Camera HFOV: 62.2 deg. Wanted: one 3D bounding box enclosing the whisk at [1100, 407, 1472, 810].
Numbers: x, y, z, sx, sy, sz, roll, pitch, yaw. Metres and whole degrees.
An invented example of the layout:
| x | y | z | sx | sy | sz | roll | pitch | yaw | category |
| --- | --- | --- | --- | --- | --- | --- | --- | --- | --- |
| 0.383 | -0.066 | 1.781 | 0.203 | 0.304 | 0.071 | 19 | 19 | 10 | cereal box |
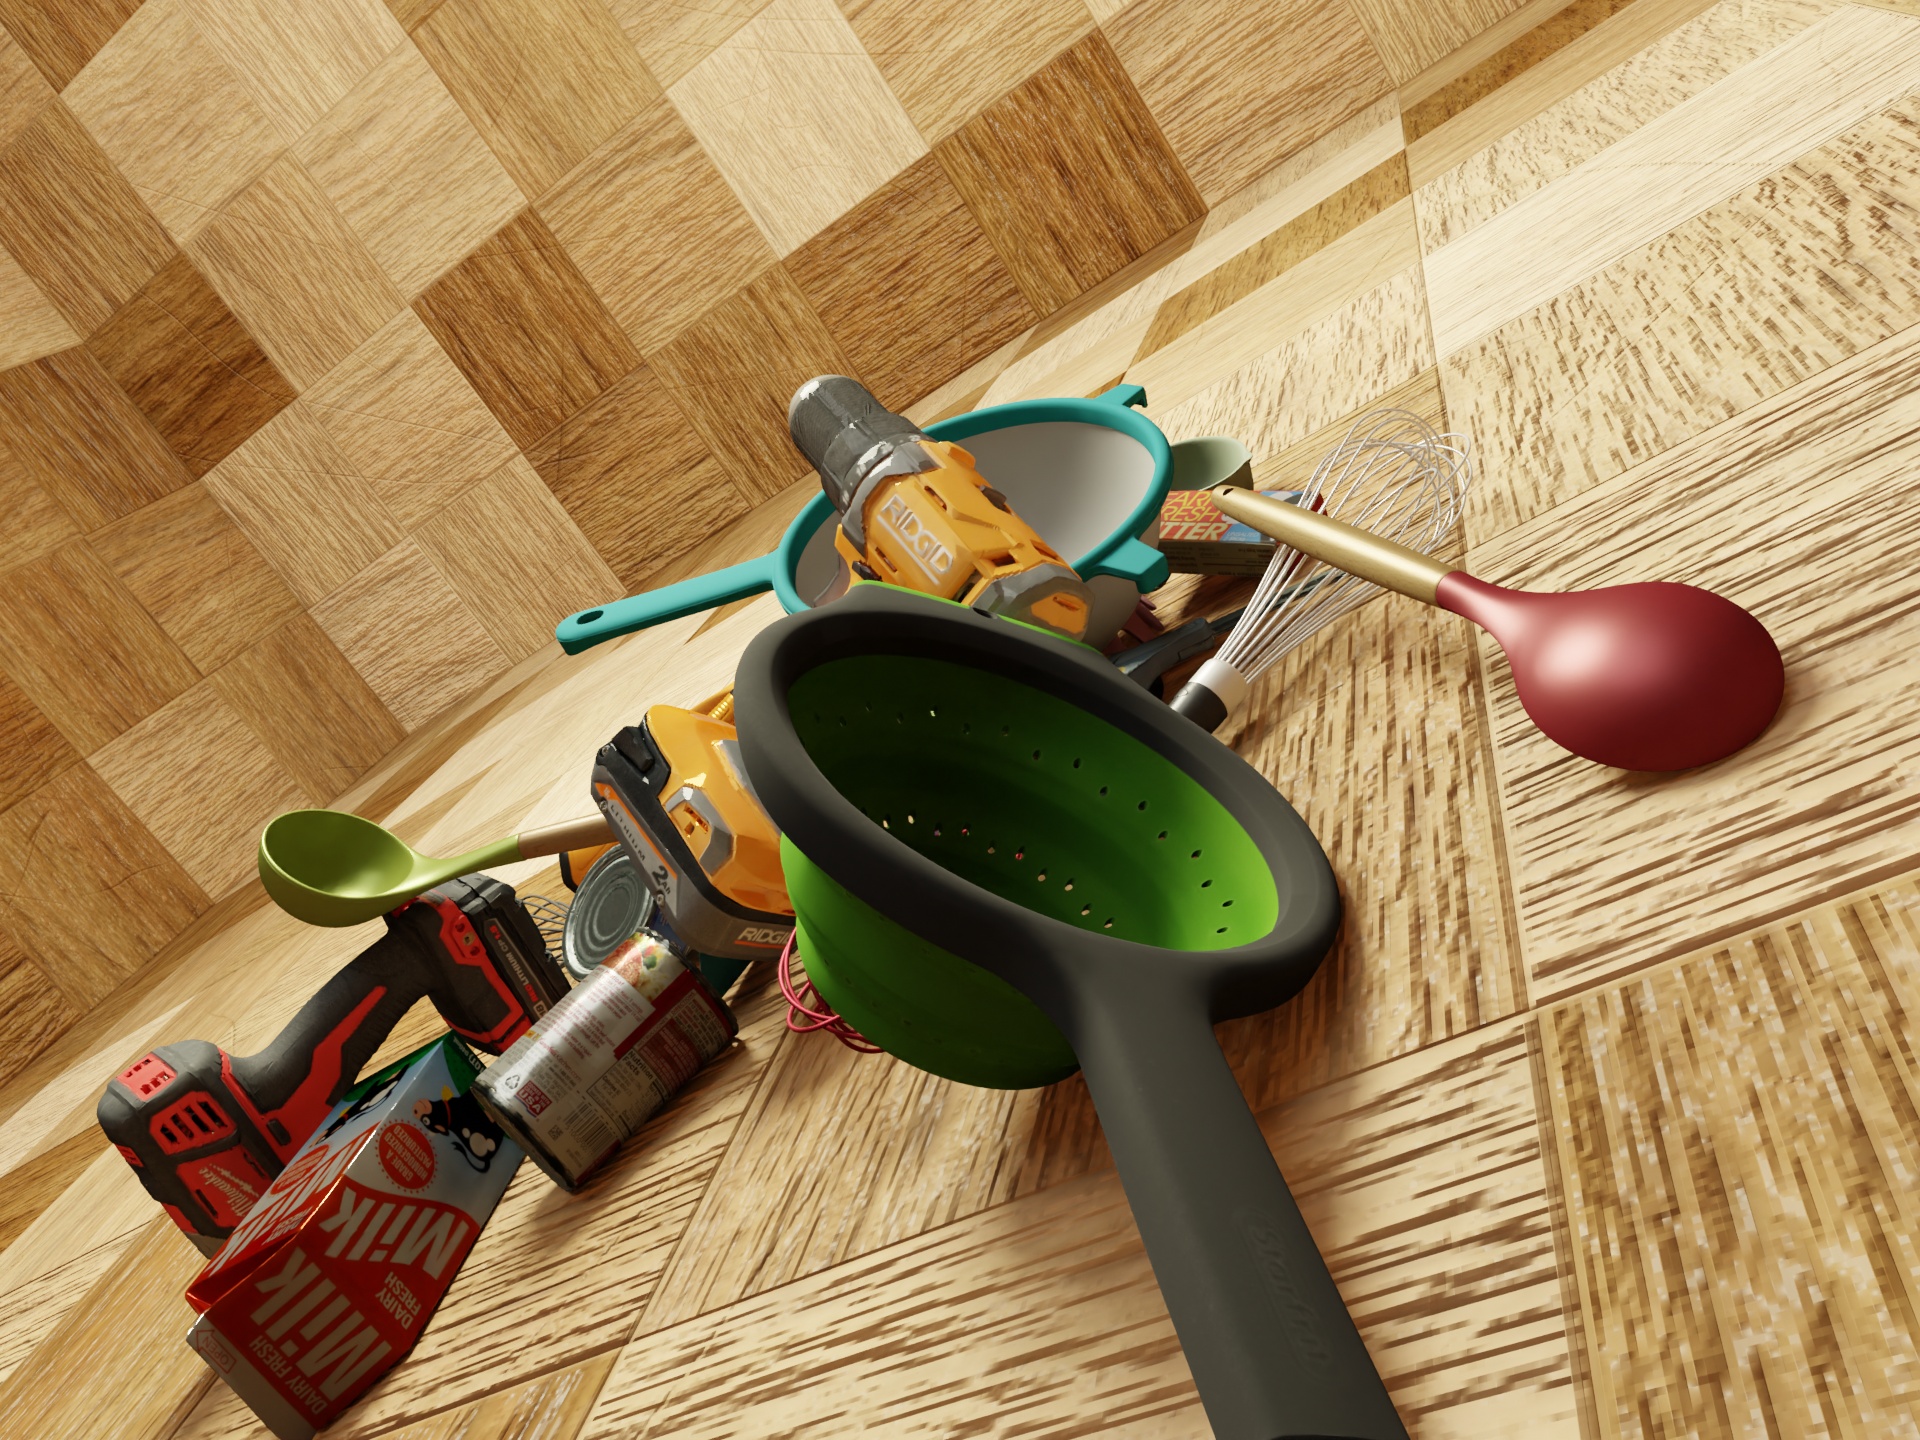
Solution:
| x | y | z | sx | sy | sz | roll | pitch | yaw | category |
| --- | --- | --- | --- | --- | --- | --- | --- | --- | --- |
| 0.131 | -0.036 | 0.693 | 0.284 | 0.070 | 0.070 | -46 | 18 | -19 | whisk |

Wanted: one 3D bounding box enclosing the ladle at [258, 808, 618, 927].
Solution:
| x | y | z | sx | sy | sz | roll | pitch | yaw | category |
| --- | --- | --- | --- | --- | --- | --- | --- | --- | --- |
| -0.204 | 0.049 | 0.817 | 0.320 | 0.062 | 0.078 | -13 | 24 | 5 | ladle |

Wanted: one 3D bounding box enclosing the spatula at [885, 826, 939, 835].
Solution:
| x | y | z | sx | sy | sz | roll | pitch | yaw | category |
| --- | --- | --- | --- | --- | --- | --- | --- | --- | --- |
| -0.081 | 0.054 | 0.853 | 0.060 | 0.018 | 0.316 | -38 | 26 | -20 | spatula |

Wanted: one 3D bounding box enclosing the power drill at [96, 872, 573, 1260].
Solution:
| x | y | z | sx | sy | sz | roll | pitch | yaw | category |
| --- | --- | --- | --- | --- | --- | --- | --- | --- | --- |
| -0.317 | 0.187 | 0.839 | 0.079 | 0.143 | 0.220 | 7 | 37 | 47 | power drill |

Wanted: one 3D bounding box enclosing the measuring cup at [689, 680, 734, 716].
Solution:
| x | y | z | sx | sy | sz | roll | pitch | yaw | category |
| --- | --- | --- | --- | --- | --- | --- | --- | --- | --- |
| -0.167 | -0.004 | 1.239 | 0.174 | 0.052 | 0.095 | -43 | 17 | -33 | measuring cup |

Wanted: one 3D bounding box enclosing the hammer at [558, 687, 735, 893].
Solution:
| x | y | z | sx | sy | sz | roll | pitch | yaw | category |
| --- | --- | --- | --- | --- | --- | --- | --- | --- | --- |
| -0.158 | 0.003 | 1.152 | 0.337 | 0.127 | 0.034 | -47 | 17 | -4 | hammer |

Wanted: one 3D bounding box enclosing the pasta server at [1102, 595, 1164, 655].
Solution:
| x | y | z | sx | sy | sz | roll | pitch | yaw | category |
| --- | --- | --- | --- | --- | --- | --- | --- | --- | --- |
| 0.098 | -0.101 | 0.977 | 0.060 | 0.040 | 0.316 | -29 | 16 | 22 | pasta server |

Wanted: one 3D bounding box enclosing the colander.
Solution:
| x | y | z | sx | sy | sz | roll | pitch | yaw | category |
| --- | --- | --- | --- | --- | --- | --- | --- | --- | --- |
| 0.026 | 0.092 | 0.450 | 0.398 | 0.204 | 0.094 | -110 | 40 | -59 | colander |

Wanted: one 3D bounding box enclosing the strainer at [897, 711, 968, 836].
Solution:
| x | y | z | sx | sy | sz | roll | pitch | yaw | category |
| --- | --- | --- | --- | --- | --- | --- | --- | --- | --- |
| -0.001 | -0.003 | 0.882 | 0.151 | 0.069 | 0.257 | -17 | 35 | 4 | strainer |

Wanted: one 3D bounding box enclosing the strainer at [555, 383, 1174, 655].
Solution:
| x | y | z | sx | sy | sz | roll | pitch | yaw | category |
| --- | --- | --- | --- | --- | --- | --- | --- | --- | --- |
| -0.044 | -0.059 | 0.838 | 0.340 | 0.095 | 0.211 | -15 | 35 | 13 | strainer |

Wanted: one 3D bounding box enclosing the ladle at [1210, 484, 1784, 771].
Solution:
| x | y | z | sx | sy | sz | roll | pitch | yaw | category |
| --- | --- | --- | --- | --- | --- | --- | --- | --- | --- |
| 0.169 | -0.054 | 0.588 | 0.069 | 0.031 | 0.316 | -39 | 26 | -3 | ladle |

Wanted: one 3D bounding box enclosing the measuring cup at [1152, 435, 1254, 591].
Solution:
| x | y | z | sx | sy | sz | roll | pitch | yaw | category |
| --- | --- | --- | --- | --- | --- | --- | --- | --- | --- |
| 0.131 | -0.112 | 0.942 | 0.083 | 0.038 | 0.168 | -6 | 37 | 24 | measuring cup |

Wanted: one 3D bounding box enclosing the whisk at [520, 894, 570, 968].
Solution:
| x | y | z | sx | sy | sz | roll | pitch | yaw | category |
| --- | --- | --- | --- | --- | --- | --- | --- | --- | --- |
| -0.227 | 0.129 | 0.981 | 0.239 | 0.055 | 0.055 | -12 | 27 | 47 | whisk |

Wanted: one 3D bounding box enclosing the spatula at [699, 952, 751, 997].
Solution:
| x | y | z | sx | sy | sz | roll | pitch | yaw | category |
| --- | --- | --- | --- | --- | --- | --- | --- | --- | --- |
| -0.135 | 0.075 | 0.911 | 0.044 | 0.082 | 0.318 | -4 | 10 | -11 | spatula |

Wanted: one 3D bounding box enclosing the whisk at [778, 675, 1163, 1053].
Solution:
| x | y | z | sx | sy | sz | roll | pitch | yaw | category |
| --- | --- | --- | --- | --- | --- | --- | --- | --- | --- |
| 0.020 | 0.046 | 0.682 | 0.073 | 0.073 | 0.296 | -22 | 13 | 41 | whisk |

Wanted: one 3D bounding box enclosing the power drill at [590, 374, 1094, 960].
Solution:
| x | y | z | sx | sy | sz | roll | pitch | yaw | category |
| --- | --- | --- | --- | --- | --- | --- | --- | --- | --- |
| -0.067 | -0.030 | 0.703 | 0.226 | 0.186 | 0.084 | -50 | -34 | 16 | power drill |
